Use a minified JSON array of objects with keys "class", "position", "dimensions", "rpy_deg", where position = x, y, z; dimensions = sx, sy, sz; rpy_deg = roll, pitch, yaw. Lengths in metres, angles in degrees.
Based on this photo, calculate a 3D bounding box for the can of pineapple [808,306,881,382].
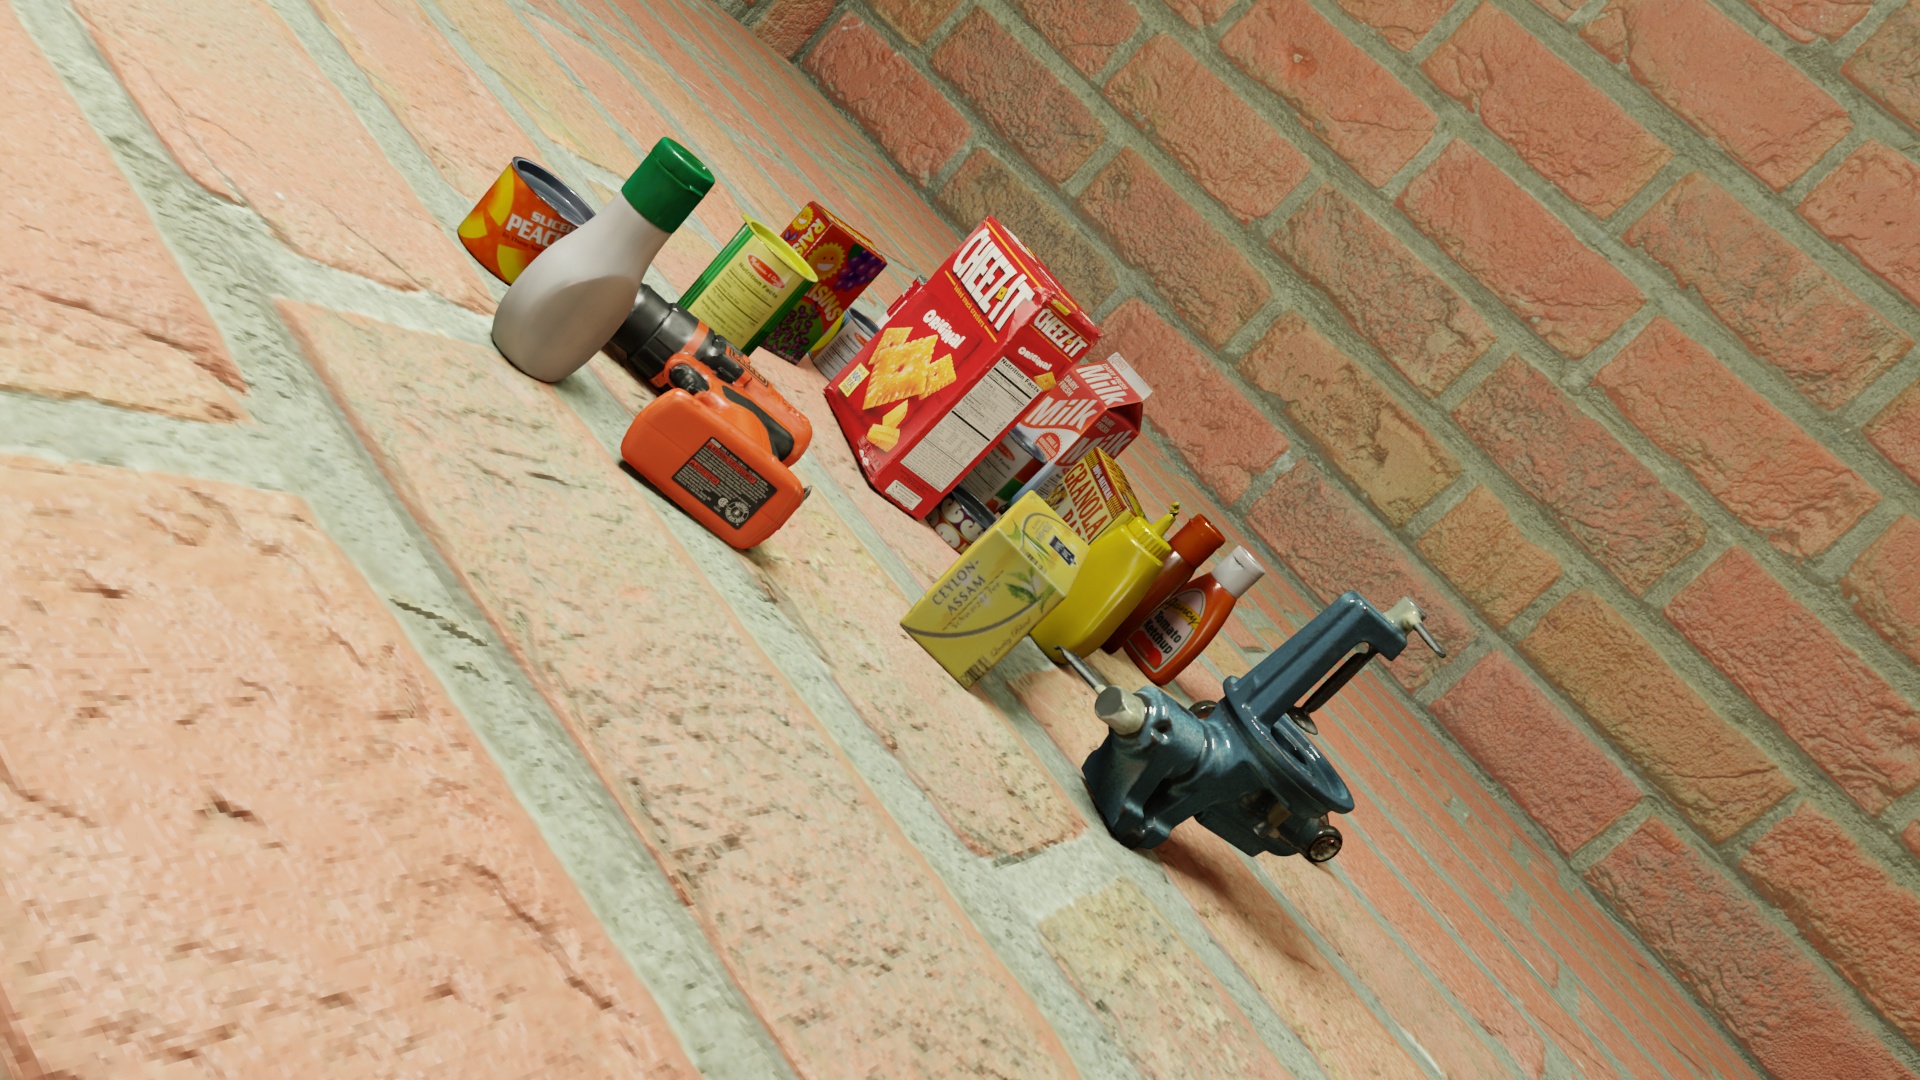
[{"class":"can of pineapple","position":[-0.099,-0.175,1.297],"dimensions":[0.071,0.057,0.071],"rpy_deg":[42,14,-12]}]

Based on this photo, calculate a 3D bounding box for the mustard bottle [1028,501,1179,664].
[{"class":"mustard bottle","position":[0.122,0.029,1.117],"dimensions":[0.065,0.160,0.049],"rpy_deg":[52,15,28]}]

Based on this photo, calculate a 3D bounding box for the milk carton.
[{"class":"milk carton","position":[0.109,-0.103,1.405],"dimensions":[0.073,0.190,0.072],"rpy_deg":[29,21,-50]}]

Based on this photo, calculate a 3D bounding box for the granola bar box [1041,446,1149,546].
[{"class":"granola bar box","position":[0.102,-0.005,1.239],"dimensions":[0.039,0.124,0.166],"rpy_deg":[41,14,-18]}]

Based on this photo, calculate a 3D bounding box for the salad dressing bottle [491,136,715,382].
[{"class":"salad dressing bottle","position":[-0.194,-0.154,0.761],"dimensions":[0.044,0.147,0.064],"rpy_deg":[51,14,26]}]

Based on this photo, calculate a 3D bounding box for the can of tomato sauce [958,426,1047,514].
[{"class":"can of tomato sauce","position":[0.029,-0.066,1.295],"dimensions":[0.071,0.083,0.071],"rpy_deg":[42,13,-12]}]

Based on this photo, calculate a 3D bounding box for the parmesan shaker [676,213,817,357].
[{"class":"parmesan shaker","position":[-0.164,-0.176,1.011],"dimensions":[0.071,0.103,0.071],"rpy_deg":[42,13,-12]}]

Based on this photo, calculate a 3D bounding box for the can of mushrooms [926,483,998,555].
[{"class":"can of mushrooms","position":[0.004,-0.015,1.173],"dimensions":[0.071,0.033,0.071],"rpy_deg":[42,14,-12]}]

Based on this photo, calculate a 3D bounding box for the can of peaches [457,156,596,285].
[{"class":"can of peaches","position":[-0.266,-0.192,0.859],"dimensions":[0.071,0.058,0.071],"rpy_deg":[42,14,-12]}]

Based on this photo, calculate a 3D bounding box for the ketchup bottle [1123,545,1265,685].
[{"class":"ketchup bottle","position":[0.225,0.068,1.327],"dimensions":[0.043,0.148,0.065],"rpy_deg":[27,22,-54]}]

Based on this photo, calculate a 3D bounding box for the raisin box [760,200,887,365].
[{"class":"raisin box","position":[-0.133,-0.218,1.183],"dimensions":[0.086,0.123,0.040],"rpy_deg":[25,23,-55]}]

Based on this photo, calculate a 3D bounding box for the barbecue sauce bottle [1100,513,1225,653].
[{"class":"barbecue sauce bottle","position":[0.179,0.038,1.281],"dimensions":[0.043,0.148,0.065],"rpy_deg":[43,13,-6]}]
